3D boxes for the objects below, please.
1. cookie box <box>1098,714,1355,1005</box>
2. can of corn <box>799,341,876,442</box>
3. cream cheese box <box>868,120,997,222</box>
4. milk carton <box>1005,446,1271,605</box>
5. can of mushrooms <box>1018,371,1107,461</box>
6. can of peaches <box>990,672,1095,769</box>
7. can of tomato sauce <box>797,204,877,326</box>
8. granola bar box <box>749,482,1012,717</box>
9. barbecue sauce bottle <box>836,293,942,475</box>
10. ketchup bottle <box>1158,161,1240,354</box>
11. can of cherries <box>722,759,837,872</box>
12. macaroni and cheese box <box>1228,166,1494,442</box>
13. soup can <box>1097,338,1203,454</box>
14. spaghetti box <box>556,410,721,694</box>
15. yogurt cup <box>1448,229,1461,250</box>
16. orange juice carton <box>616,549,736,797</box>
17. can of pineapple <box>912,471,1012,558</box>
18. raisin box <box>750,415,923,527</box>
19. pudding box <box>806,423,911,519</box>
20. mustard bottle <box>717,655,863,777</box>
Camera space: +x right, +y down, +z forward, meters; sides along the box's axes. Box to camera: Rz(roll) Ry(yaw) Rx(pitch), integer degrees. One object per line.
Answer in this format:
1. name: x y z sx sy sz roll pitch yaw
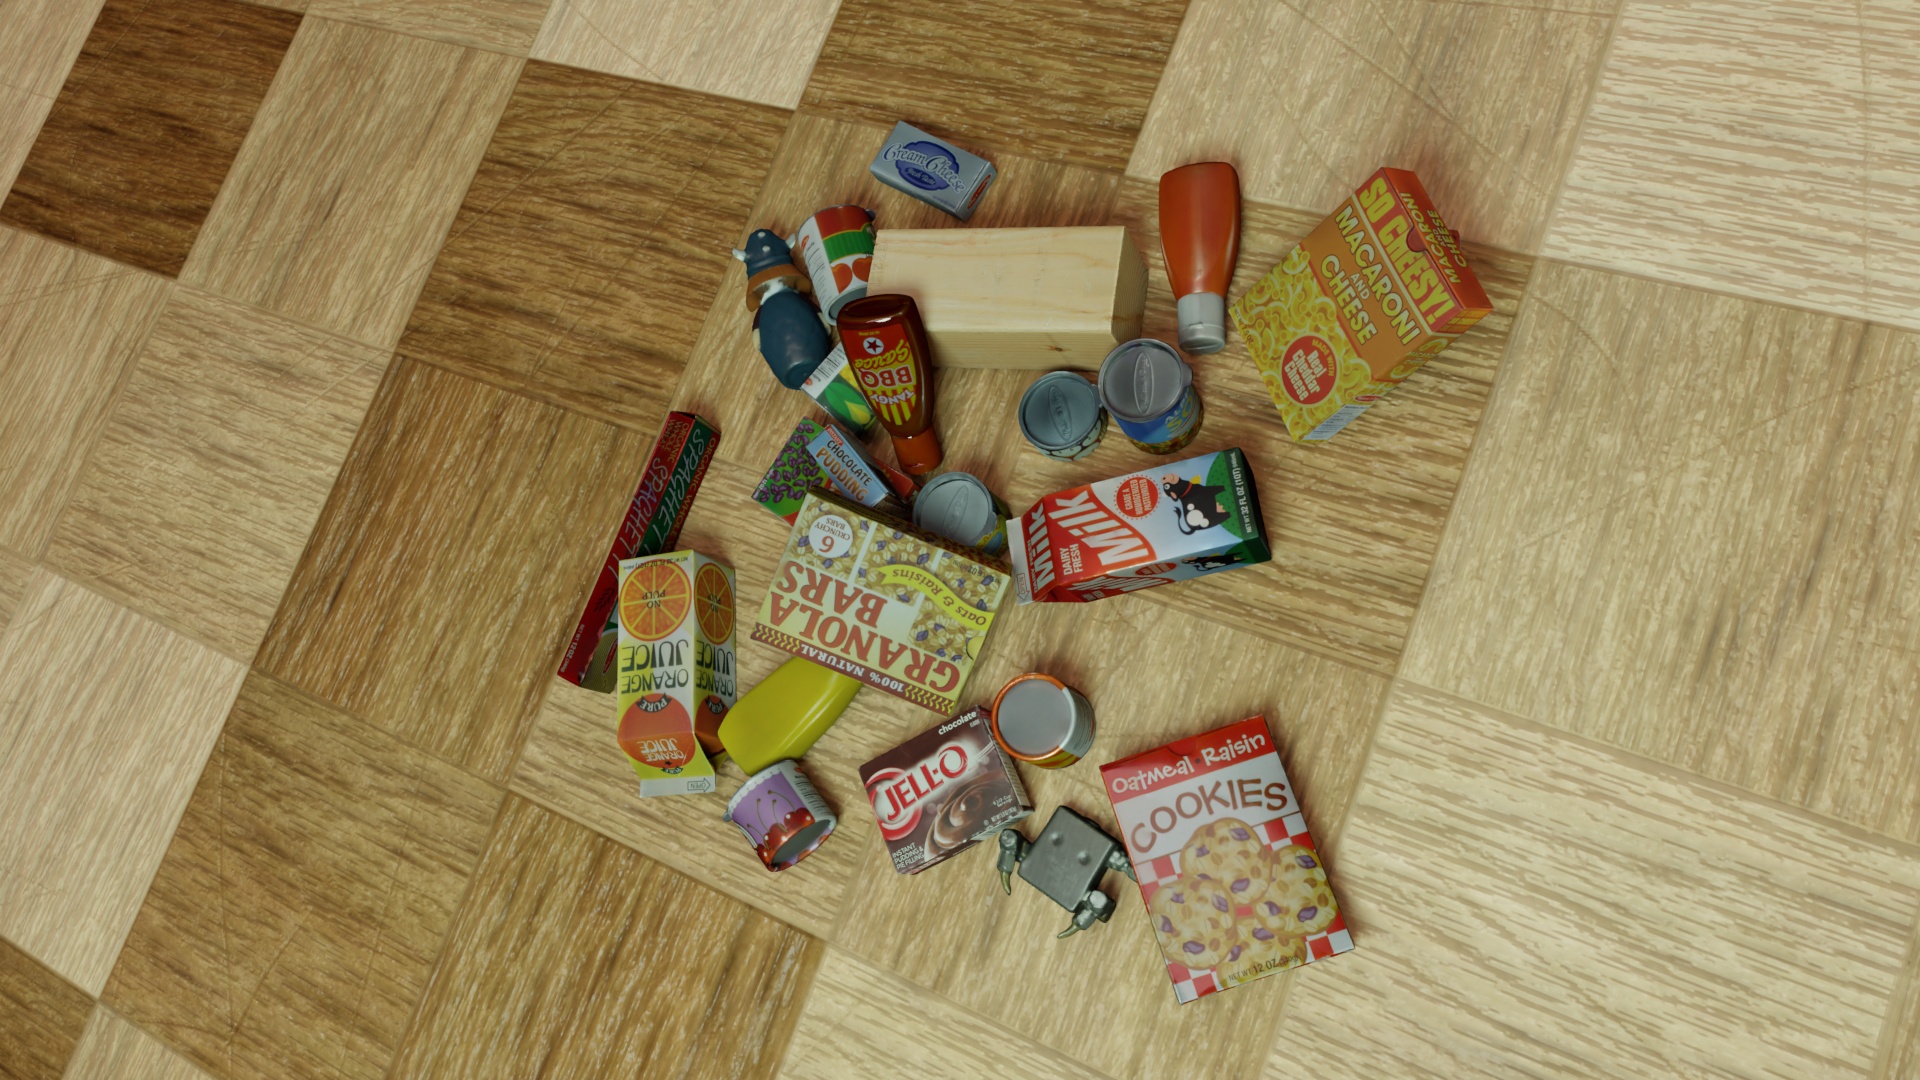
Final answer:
1. cookie box: 0.181 0.219 0.961 0.123 0.040 0.168 -18 69 1
2. can of corn: -0.089 -0.125 1.158 0.071 0.071 0.058 41 90 25
3. cream cheese box: -0.025 -0.322 1.212 0.104 0.024 0.053 32 87 25
4. milk carton: 0.128 -0.004 1.039 0.190 0.073 0.072 -13 71 16
5. can of mushrooms: 0.084 -0.099 1.104 0.071 0.033 0.071 -6 73 19
6. can of peaches: 0.059 0.135 1.033 0.071 0.058 0.071 -5 74 18
7. can of tomato sauce: -0.095 -0.235 1.190 0.071 0.071 0.083 -24 69 12
8. granola bar box: -0.060 0.046 1.049 0.165 0.039 0.124 22 104 -3
9. barbecue sauce bottle: -0.049 -0.121 1.101 0.065 0.147 0.044 -3 38 18
10. ketchup bottle: 0.189 -0.222 1.095 0.064 0.043 0.149 -5 74 24
11. can of cherries: -0.140 0.216 1.078 0.071 0.071 0.058 -43 67 4
12. macaroni and cheese box: 0.281 -0.165 0.998 0.165 0.040 0.124 -44 59 45
13. soup can: 0.148 -0.108 1.055 0.071 0.083 0.071 -5 74 19
14. spaghetti box: -0.274 0.009 1.194 0.029 0.050 0.250 18 82 22
15. yogurt cup: 0.338 -0.201 1.026 0.054 0.072 0.072 2 76 12
16. orange juice carton: -0.232 0.111 1.137 0.072 0.073 0.193 -9 73 17
17. can of pineapple: 0.004 -0.014 1.095 0.071 0.058 0.071 -5 74 19
18. raisin box: -0.100 -0.036 1.150 0.123 0.040 0.086 31 86 26
19. pudding box: -0.080 -0.050 1.096 0.030 0.049 0.084 -43 65 6
20. mustard bottle: -0.118 0.120 1.106 0.160 0.048 0.065 -41 66 3
